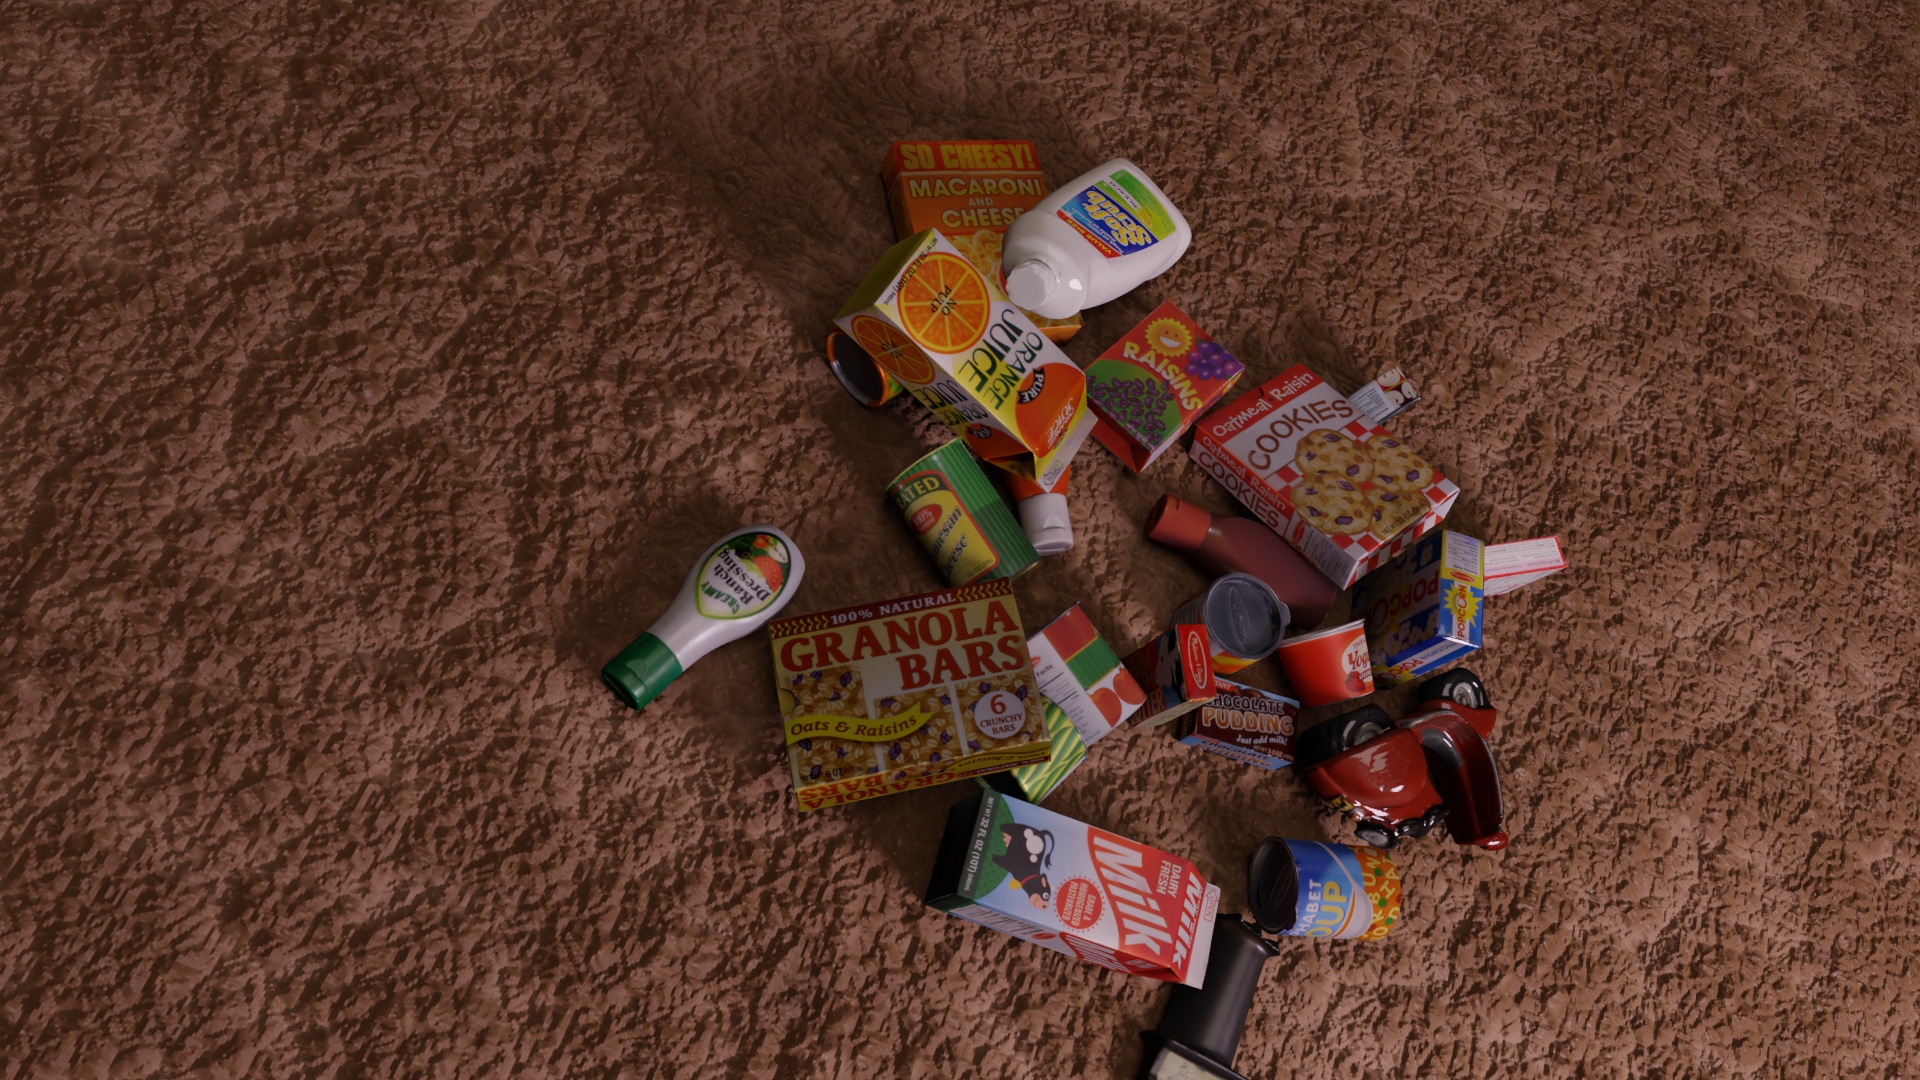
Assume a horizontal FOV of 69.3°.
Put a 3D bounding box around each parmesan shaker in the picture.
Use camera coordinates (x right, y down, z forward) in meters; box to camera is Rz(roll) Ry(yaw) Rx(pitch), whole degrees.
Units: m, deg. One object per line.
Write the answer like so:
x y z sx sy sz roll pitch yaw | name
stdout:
0.003 -0.012 0.979 0.071 0.071 0.103 -31 83 -26 | parmesan shaker

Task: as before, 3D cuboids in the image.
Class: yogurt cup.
0.275 0.094 1.040 0.072 0.072 0.054 -13 83 -23 | yogurt cup

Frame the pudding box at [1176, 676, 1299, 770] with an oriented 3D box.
0.204 0.132 1.018 0.084 0.030 0.050 18 65 -12 | pudding box

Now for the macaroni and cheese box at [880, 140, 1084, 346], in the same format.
0.015 -0.230 1.084 0.124 0.040 0.167 -7 73 -22 | macaroni and cheese box

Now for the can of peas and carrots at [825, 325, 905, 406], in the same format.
-0.055 -0.140 1.008 0.059 0.070 0.071 -38 86 -26 | can of peas and carrots

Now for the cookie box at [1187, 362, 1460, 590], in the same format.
0.279 -0.055 1.078 0.123 0.040 0.168 -30 60 -27 | cookie box

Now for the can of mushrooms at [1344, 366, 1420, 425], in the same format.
0.339 -0.111 1.138 0.071 0.070 0.033 -30 82 -26 | can of mushrooms

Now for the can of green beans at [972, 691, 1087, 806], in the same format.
0.042 0.143 0.937 0.058 0.071 0.071 -40 87 -26 | can of green beans

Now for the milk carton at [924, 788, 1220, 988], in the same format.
0.082 0.232 0.913 0.190 0.073 0.072 22 65 -10 | milk carton

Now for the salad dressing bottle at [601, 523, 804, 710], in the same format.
-0.168 0.050 0.912 0.064 0.043 0.148 44 63 4 | salad dressing bottle

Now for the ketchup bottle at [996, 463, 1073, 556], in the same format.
0.054 -0.063 1.033 0.065 0.043 0.149 -4 72 -17 | ketchup bottle

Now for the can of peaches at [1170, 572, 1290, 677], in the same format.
0.198 0.064 1.026 0.071 0.058 0.071 7 68 -17 | can of peaches

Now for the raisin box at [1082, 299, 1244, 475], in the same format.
0.150 -0.121 1.083 0.086 0.040 0.124 43 62 12 | raisin box

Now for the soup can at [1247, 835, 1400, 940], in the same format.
0.255 0.246 0.970 0.084 0.071 0.071 9 68 -16 | soup can

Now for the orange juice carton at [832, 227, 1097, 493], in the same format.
0.014 -0.120 0.965 0.192 0.073 0.072 41 71 -19 | orange juice carton

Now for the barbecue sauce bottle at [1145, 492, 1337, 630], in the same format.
0.214 0.011 1.059 0.148 0.043 0.065 26 50 -8 | barbecue sauce bottle

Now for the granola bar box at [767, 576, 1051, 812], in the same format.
-0.035 0.097 0.902 0.166 0.039 0.125 -10 58 -6 | granola bar box

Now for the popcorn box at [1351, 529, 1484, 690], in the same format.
0.340 0.054 1.041 0.038 0.126 0.085 15 66 -10 | popcorn box

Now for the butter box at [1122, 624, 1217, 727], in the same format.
0.144 0.096 0.970 0.024 0.103 0.053 -1 72 -16 | butter box

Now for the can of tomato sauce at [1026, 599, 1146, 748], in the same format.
0.081 0.095 0.969 0.071 0.071 0.083 -35 85 -27 | can of tomato sauce
